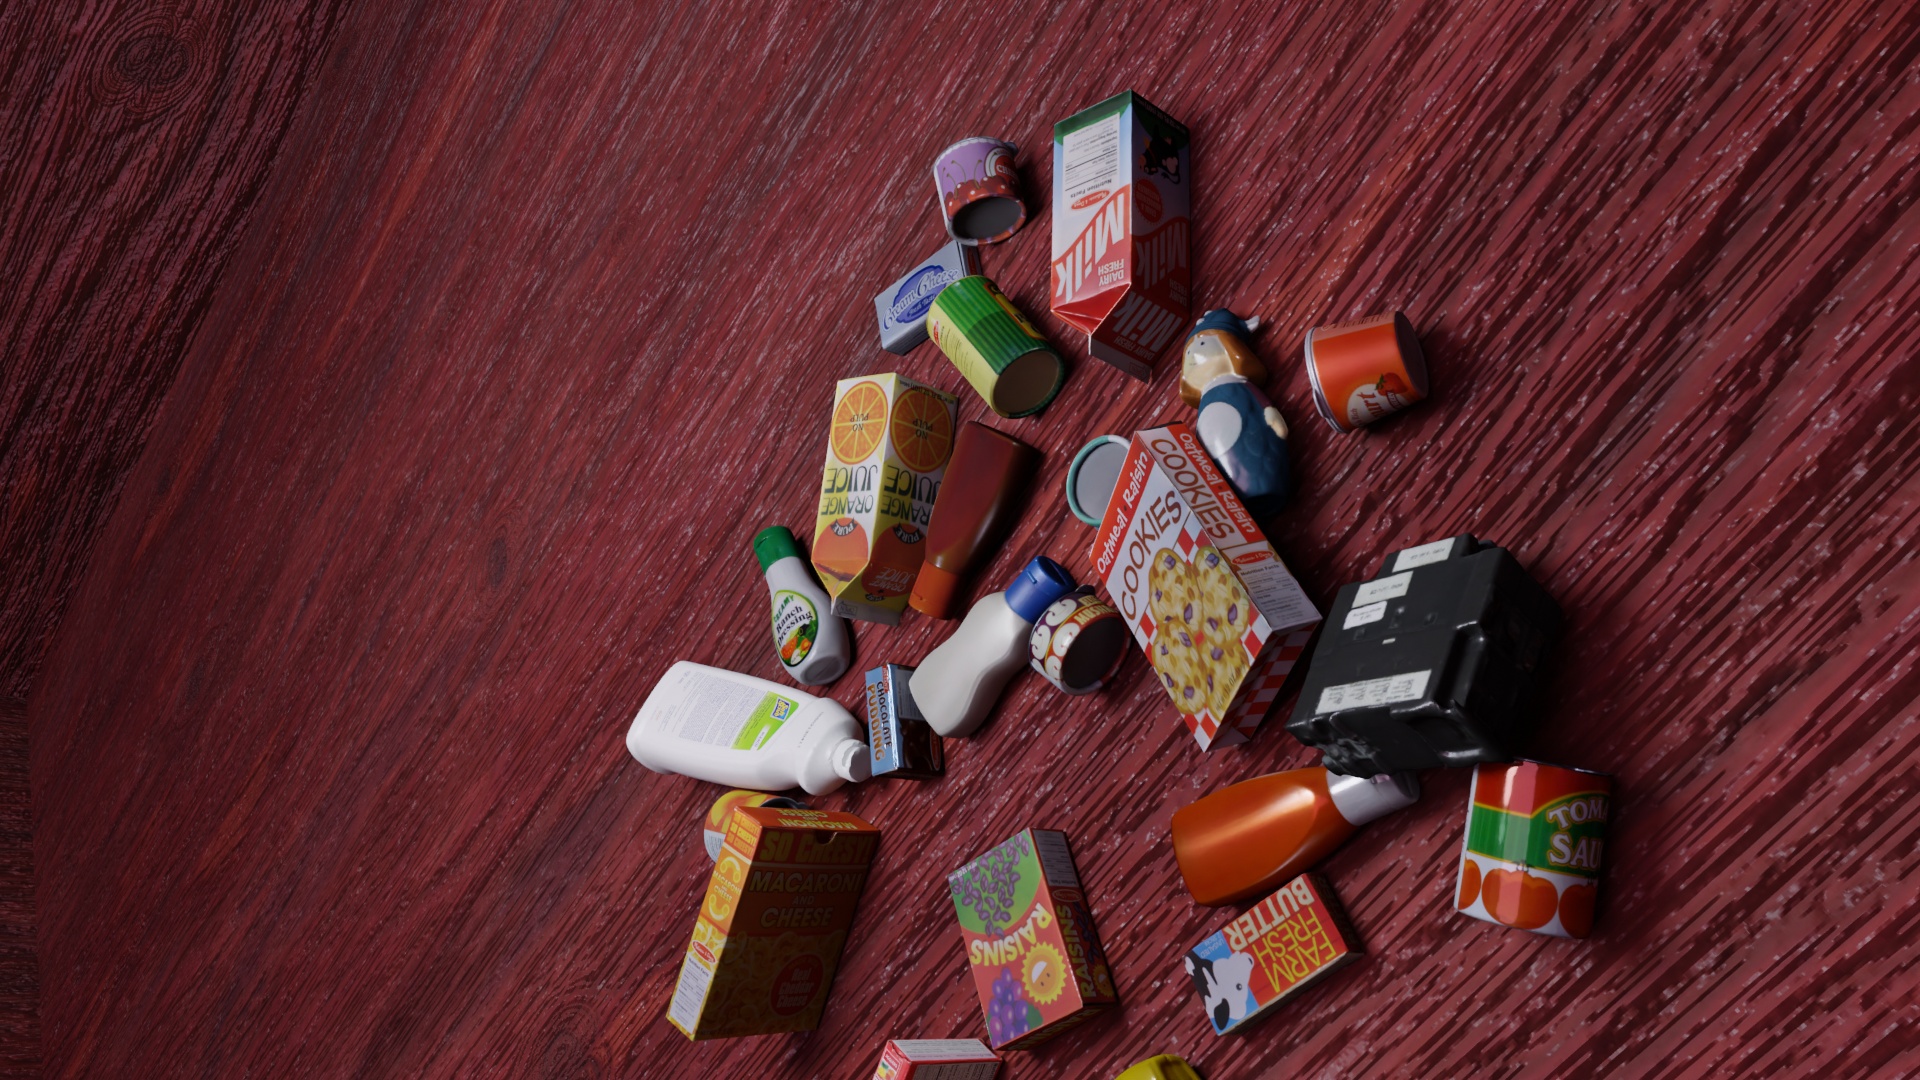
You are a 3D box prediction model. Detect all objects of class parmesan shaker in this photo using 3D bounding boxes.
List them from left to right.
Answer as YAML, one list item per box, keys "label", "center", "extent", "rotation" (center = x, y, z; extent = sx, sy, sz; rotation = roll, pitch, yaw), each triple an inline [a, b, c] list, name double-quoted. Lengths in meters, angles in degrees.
- label: "parmesan shaker"
  center: [0.028, -0.145, 1.057]
  extent: [0.071, 0.071, 0.103]
  rotation: [-54, 49, 20]

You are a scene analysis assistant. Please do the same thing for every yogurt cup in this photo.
- label: "yogurt cup"
  center: [0.244, -0.103, 0.831]
  extent: [0.054, 0.072, 0.072]
  rotation: [-17, 67, 32]

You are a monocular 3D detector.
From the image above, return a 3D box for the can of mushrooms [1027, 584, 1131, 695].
- label: "can of mushrooms"
  center: [0.082, 0.068, 0.938]
  extent: [0.033, 0.071, 0.071]
  rotation: [36, 104, 44]

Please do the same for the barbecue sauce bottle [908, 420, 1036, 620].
- label: "barbecue sauce bottle"
  center: [0.004, -0.013, 1.056]
  extent: [0.065, 0.044, 0.148]
  rotation: [30, 100, 45]

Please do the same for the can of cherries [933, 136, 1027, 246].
- label: "can of cherries"
  center: [0.018, -0.277, 1.102]
  extent: [0.071, 0.071, 0.058]
  rotation: [-31, 58, 35]

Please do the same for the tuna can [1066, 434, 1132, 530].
- label: "tuna can"
  center: [0.107, -0.037, 0.968]
  extent: [0.071, 0.033, 0.071]
  rotation: [-15, 68, 41]

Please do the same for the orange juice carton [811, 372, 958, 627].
- label: "orange juice carton"
  center: [-0.062, -0.030, 1.105]
  extent: [0.073, 0.072, 0.193]
  rotation: [-2, 76, 45]

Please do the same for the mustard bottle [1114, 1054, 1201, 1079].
- label: "mustard bottle"
  center: [0.092, 0.386, 0.848]
  extent: [0.159, 0.049, 0.065]
  rotation: [-55, 45, 18]

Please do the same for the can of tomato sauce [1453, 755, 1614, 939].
- label: "can of tomato sauce"
  center: [0.292, 0.153, 0.705]
  extent: [0.071, 0.071, 0.083]
  rotation: [5, 83, 45]

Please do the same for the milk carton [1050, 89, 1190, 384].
- label: "milk carton"
  center: [0.114, -0.210, 0.984]
  extent: [0.073, 0.072, 0.191]
  rotation: [-12, 69, 42]

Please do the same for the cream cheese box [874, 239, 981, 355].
- label: "cream cheese box"
  center: [-0.027, -0.201, 1.154]
  extent: [0.103, 0.024, 0.053]
  rotation: [-29, 59, 36]

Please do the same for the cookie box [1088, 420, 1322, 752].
- label: "cookie box"
  center: [0.146, 0.027, 0.868]
  extent: [0.122, 0.040, 0.168]
  rotation: [105, 146, -46]

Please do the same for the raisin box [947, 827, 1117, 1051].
- label: "raisin box"
  center: [0.046, 0.268, 0.935]
  extent: [0.086, 0.040, 0.124]
  rotation: [-38, 53, 30]

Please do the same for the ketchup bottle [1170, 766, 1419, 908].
- label: "ketchup bottle"
  center: [0.195, 0.163, 0.815]
  extent: [0.148, 0.043, 0.065]
  rotation: [-34, 55, 33]

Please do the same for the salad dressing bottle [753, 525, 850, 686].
- label: "salad dressing bottle"
  center: [-0.138, 0.053, 1.176]
  extent: [0.064, 0.044, 0.148]
  rotation: [-45, 51, 24]

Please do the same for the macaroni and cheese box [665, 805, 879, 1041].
- label: "macaroni and cheese box"
  center: [-0.138, 0.289, 1.050]
  extent: [0.040, 0.124, 0.166]
  rotation: [20, 93, 43]

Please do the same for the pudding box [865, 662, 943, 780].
- label: "pudding box"
  center: [-0.043, 0.138, 1.053]
  extent: [0.030, 0.050, 0.084]
  rotation: [-25, 62, 40]

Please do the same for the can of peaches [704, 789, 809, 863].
- label: "can of peaches"
  center: [-0.165, 0.238, 1.135]
  extent: [0.058, 0.071, 0.071]
  rotation: [-2, 77, 45]

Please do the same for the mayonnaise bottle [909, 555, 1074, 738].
- label: "mayonnaise bottle"
  center: [0.024, 0.075, 1.012]
  extent: [0.147, 0.041, 0.065]
  rotation: [-50, 50, 21]

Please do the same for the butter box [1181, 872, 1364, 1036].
- label: "butter box"
  center: [0.183, 0.244, 0.817]
  extent: [0.103, 0.024, 0.053]
  rotation: [-45, 52, 27]
